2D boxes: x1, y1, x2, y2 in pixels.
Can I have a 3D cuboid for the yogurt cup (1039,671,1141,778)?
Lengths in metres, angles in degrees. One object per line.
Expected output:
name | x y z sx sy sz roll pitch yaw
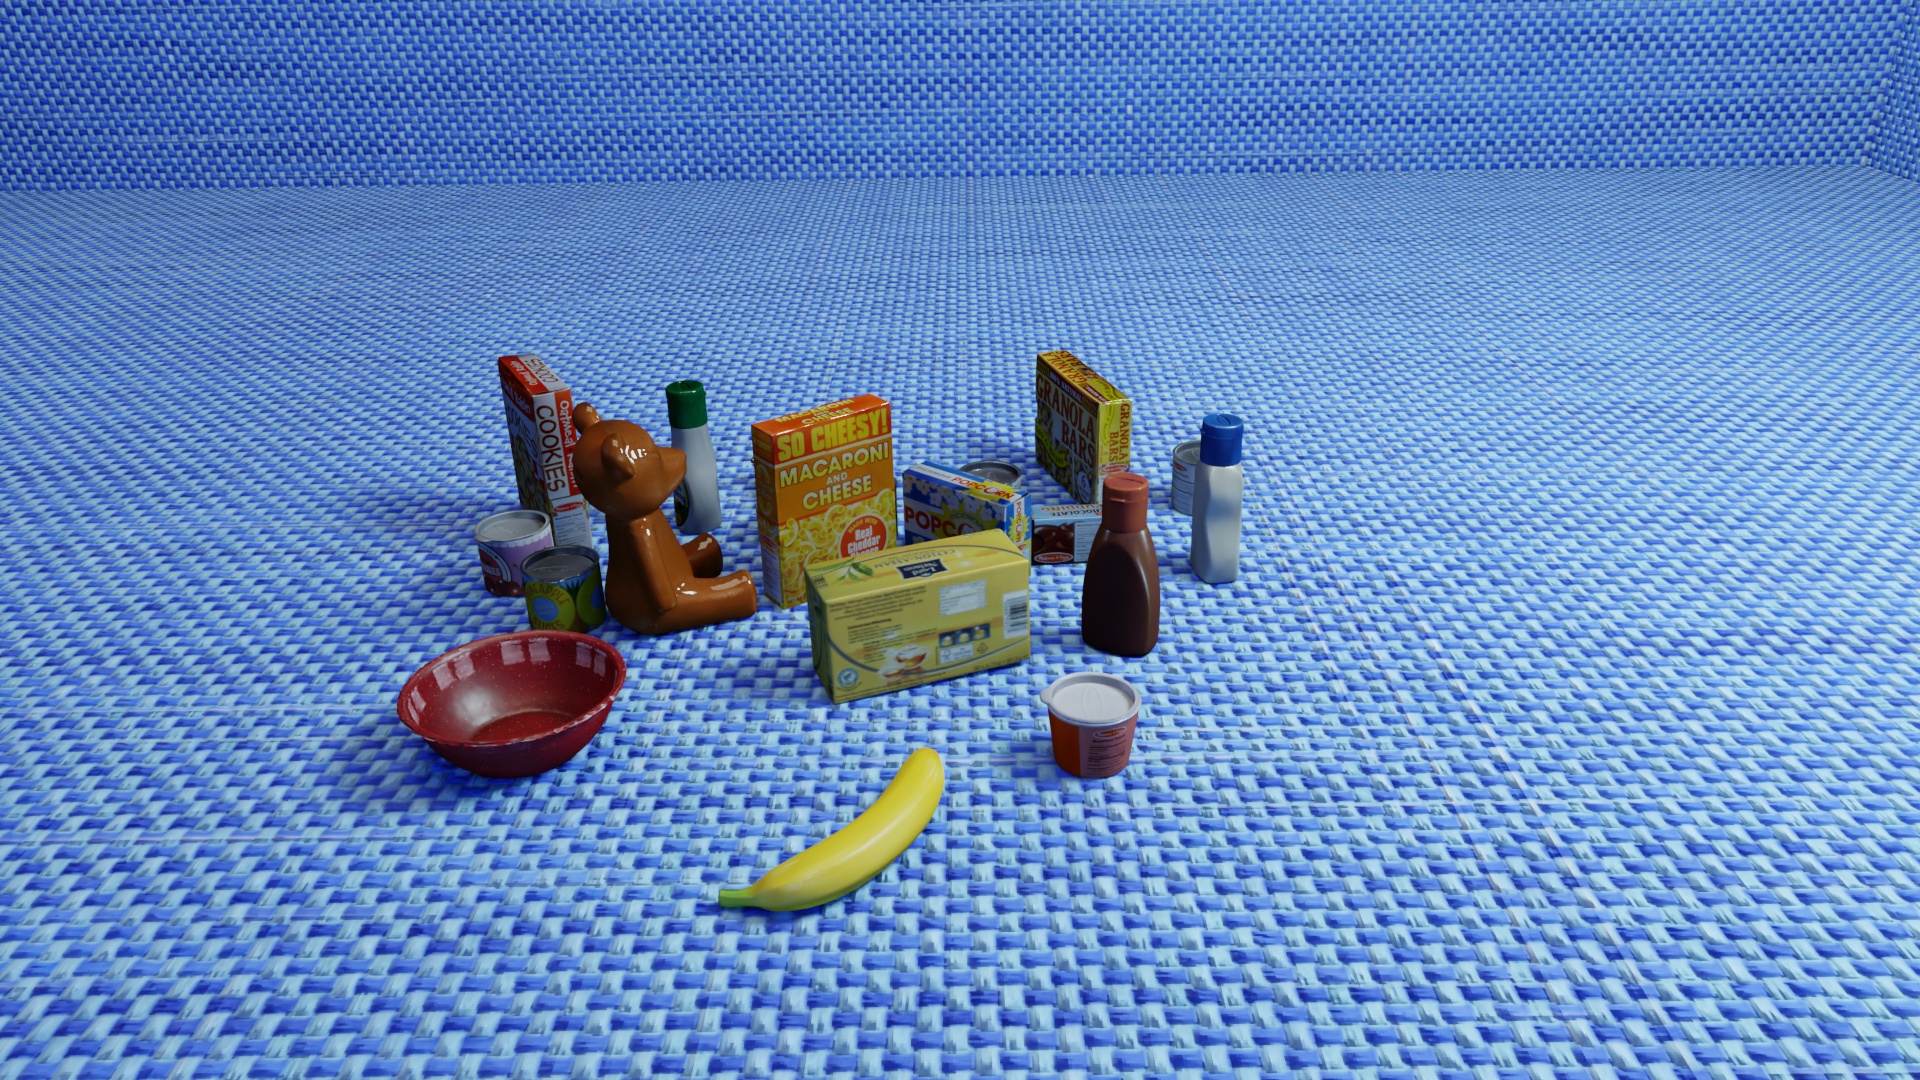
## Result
yogurt cup | 0.095 0.134 0.999 0.072 0.053 0.073 -1 26 0

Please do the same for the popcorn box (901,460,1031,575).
popcorn box | 0.005 -0.016 1.276 0.127 0.084 0.038 19 32 36

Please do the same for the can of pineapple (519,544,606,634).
can of pineapple | -0.342 0.044 1.194 0.071 0.057 0.071 -1 26 0

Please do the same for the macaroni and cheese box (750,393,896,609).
macaroni and cheese box | -0.119 -0.036 1.228 0.124 0.165 0.040 -19 31 -33

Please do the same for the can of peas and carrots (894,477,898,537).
can of peas and carrots | -0.094 -0.029 1.336 0.071 0.058 0.071 -1 26 0

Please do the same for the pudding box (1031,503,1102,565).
pudding box | 0.105 -0.006 1.293 0.084 0.049 0.030 -3 26 -4

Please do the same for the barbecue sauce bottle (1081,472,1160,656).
barbecue sauce bottle | 0.131 0.019 1.127 0.065 0.147 0.044 11 28 24

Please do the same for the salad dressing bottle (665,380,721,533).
salad dressing bottle | -0.260 -0.081 1.347 0.044 0.147 0.064 -12 28 -22

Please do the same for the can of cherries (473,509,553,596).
can of cherries | -0.405 0.012 1.262 0.071 0.058 0.072 -1 26 0

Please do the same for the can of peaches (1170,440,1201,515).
can of peaches | 0.247 -0.062 1.395 0.071 0.057 0.071 -1 26 0

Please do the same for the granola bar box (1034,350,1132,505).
granola bar box | 0.123 -0.112 1.425 0.039 0.123 0.166 -9 27 -16

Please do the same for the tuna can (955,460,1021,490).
tuna can | 0.027 -0.054 1.415 0.071 0.032 0.071 -1 26 0

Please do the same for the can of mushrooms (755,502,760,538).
can of mushrooms | -0.163 -0.021 1.351 0.071 0.033 0.071 -1 26 0

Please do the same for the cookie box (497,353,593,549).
cookie box | -0.400 -0.083 1.334 0.040 0.166 0.123 -15 29 -27

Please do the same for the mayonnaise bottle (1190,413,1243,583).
mayonnaise bottle | 0.231 -0.039 1.244 0.041 0.147 0.065 -4 26 -6
